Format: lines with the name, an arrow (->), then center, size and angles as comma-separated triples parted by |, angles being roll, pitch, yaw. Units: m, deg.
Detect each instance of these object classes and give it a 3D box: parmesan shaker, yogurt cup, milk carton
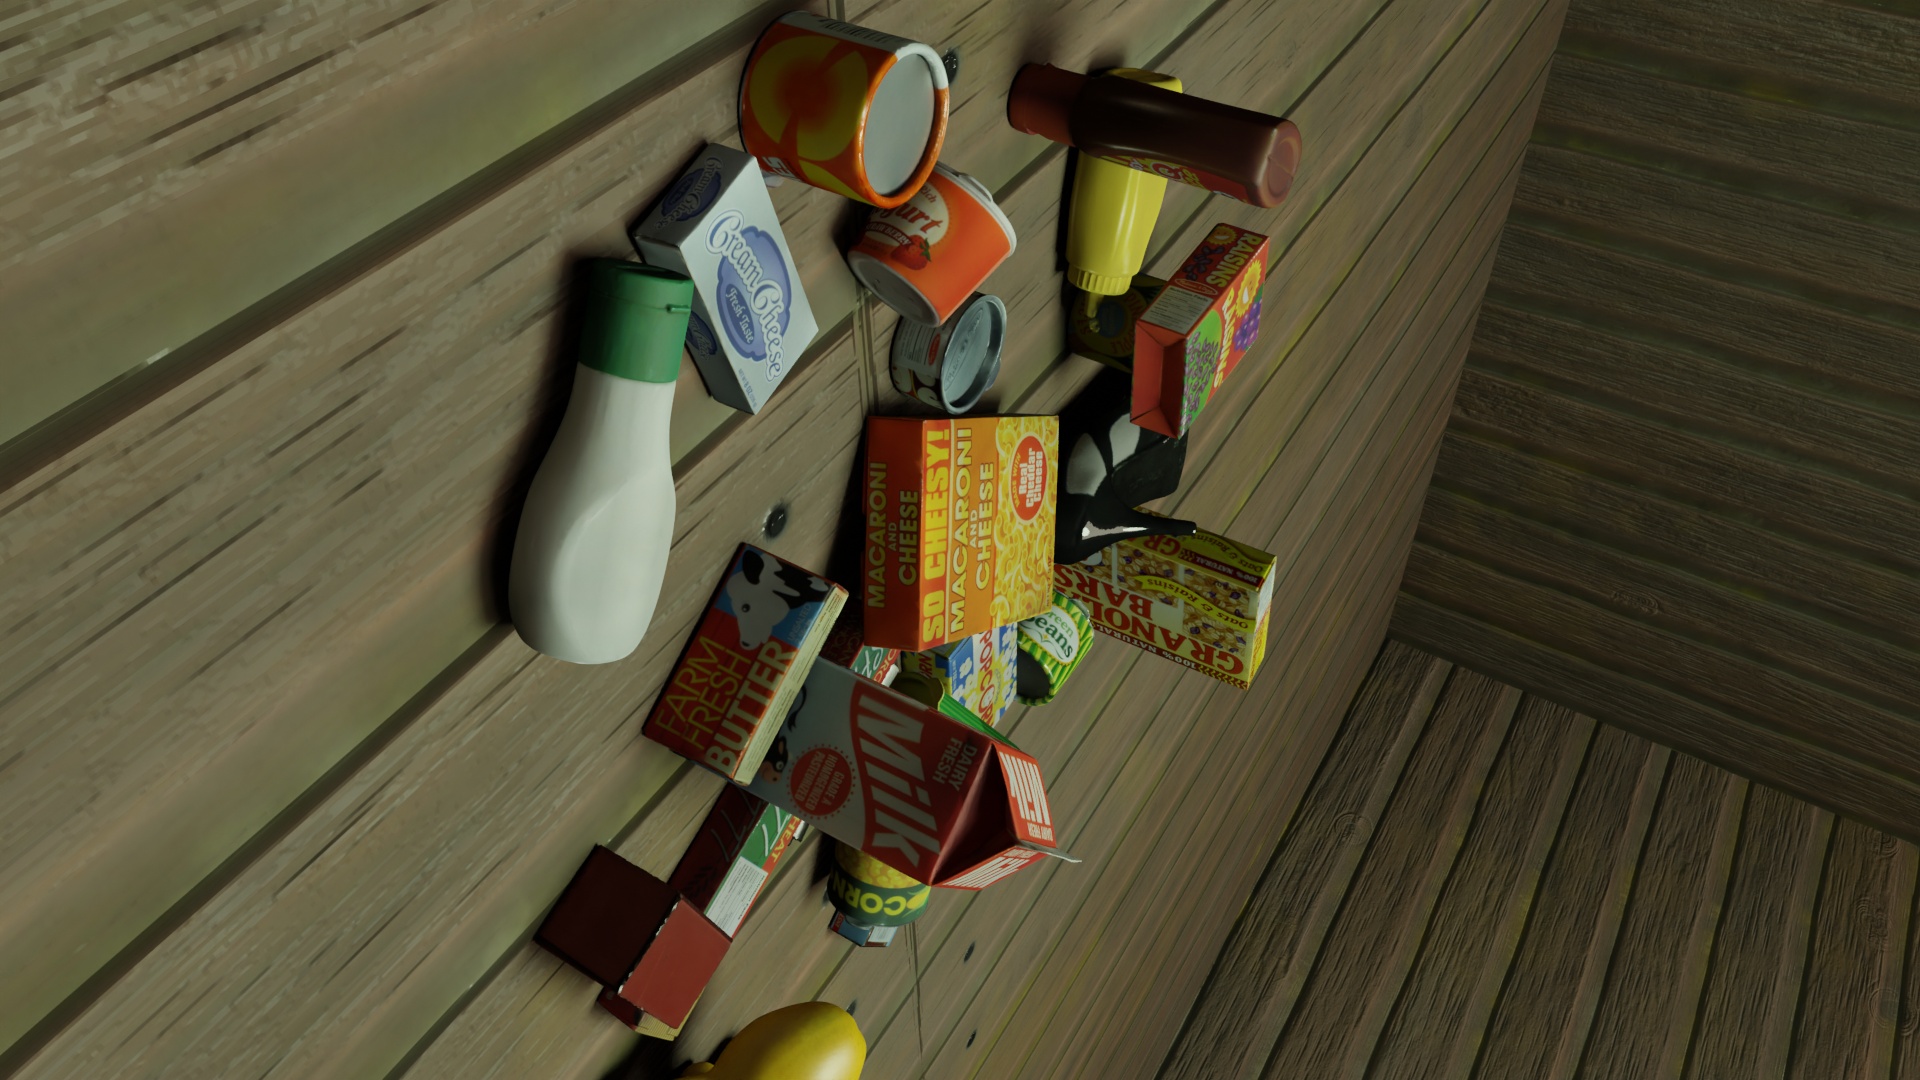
parmesan shaker -> -0.009, 0.131, 0.850 | 0.103, 0.071, 0.071 | 41, 71, -41
yogurt cup -> -0.016, -0.137, 0.648 | 0.054, 0.072, 0.072 | -54, 155, -10
milk carton -> -0.034, 0.111, 0.668 | 0.073, 0.191, 0.072 | -65, 157, -6

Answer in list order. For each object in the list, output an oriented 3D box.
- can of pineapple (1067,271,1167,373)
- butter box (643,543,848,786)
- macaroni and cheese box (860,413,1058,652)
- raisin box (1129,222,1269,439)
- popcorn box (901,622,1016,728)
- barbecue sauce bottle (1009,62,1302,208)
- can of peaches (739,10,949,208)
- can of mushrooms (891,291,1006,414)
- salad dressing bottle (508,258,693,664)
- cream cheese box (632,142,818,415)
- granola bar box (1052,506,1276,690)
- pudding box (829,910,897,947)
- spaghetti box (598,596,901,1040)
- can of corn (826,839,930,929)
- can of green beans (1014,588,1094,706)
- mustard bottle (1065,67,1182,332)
can of pineapple -> 0.110, -0.146, 0.923 | 0.071, 0.058, 0.070 | -47, 150, -39
butter box -> -0.100, 0.058, 0.651 | 0.103, 0.053, 0.024 | -63, 160, -10
macaroni and cheese box -> 0.003, -0.010, 0.791 | 0.167, 0.040, 0.123 | -10, 103, -61
raisin box -> 0.155, -0.137, 0.901 | 0.124, 0.040, 0.085 | -49, 150, -34
popcorn box -> 0.001, 0.085, 0.919 | 0.085, 0.038, 0.126 | -48, 151, -37
barbecue sauce bottle -> 0.097, -0.212, 0.717 | 0.065, 0.149, 0.043 | -7, 118, -64
can of peaches -> -0.046, -0.170, 0.557 | 0.071, 0.058, 0.070 | -48, 150, -40
can of mushrooms -> -0.005, -0.102, 0.740 | 0.071, 0.033, 0.070 | -48, 150, -40
salad dressing bottle -> -0.131, -0.029, 0.518 | 0.064, 0.044, 0.147 | -13, 121, -60
cream cheese box -> -0.092, -0.103, 0.560 | 0.053, 0.024, 0.103 | -59, 156, -24
granola bar box -> 0.146, 0.033, 1.026 | 0.039, 0.166, 0.123 | -54, 154, -31
pudding box -> -0.051, 0.234, 0.949 | 0.084, 0.030, 0.049 | -64, 156, -8
spaghetti box -> -0.106, 0.145, 0.748 | 0.251, 0.029, 0.050 | -60, 156, -17
can of corn -> -0.049, 0.201, 0.877 | 0.071, 0.071, 0.058 | -27, 134, -57
can of green beans -> 0.053, 0.075, 0.986 | 0.058, 0.071, 0.071 | -48, 151, -37
mustard bottle -> 0.093, -0.203, 0.845 | 0.065, 0.049, 0.159 | -32, 139, -54
